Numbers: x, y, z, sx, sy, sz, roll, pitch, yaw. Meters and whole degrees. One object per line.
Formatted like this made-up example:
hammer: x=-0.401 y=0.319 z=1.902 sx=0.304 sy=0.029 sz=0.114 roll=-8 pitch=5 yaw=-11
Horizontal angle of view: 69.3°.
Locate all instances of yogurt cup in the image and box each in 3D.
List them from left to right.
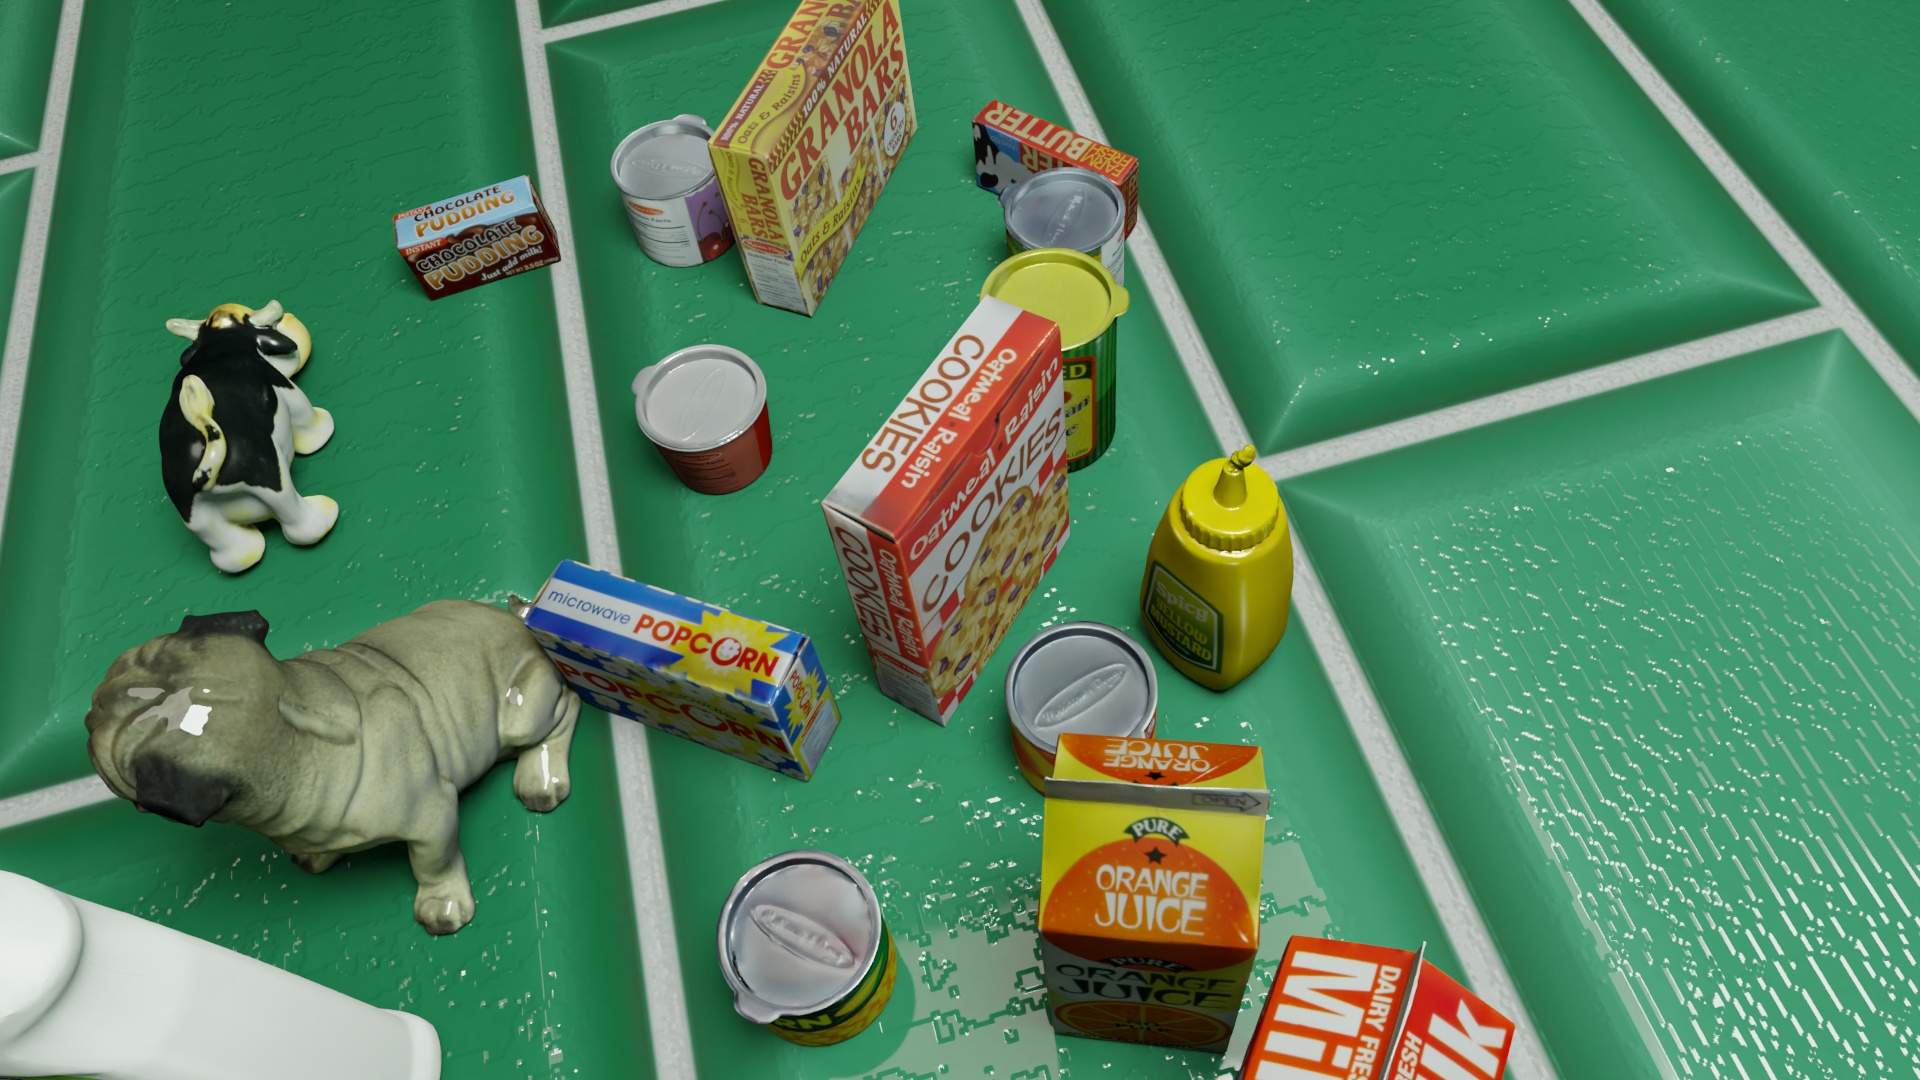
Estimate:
yogurt cup: x=-0.131 y=-0.061 z=0.732 sx=0.072 sy=0.053 sz=0.073 roll=-3 pitch=57 yaw=4

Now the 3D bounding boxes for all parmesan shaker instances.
parmesan shaker: x=0.049 y=-0.087 z=0.701 sx=0.071 sy=0.102 sz=0.071 roll=-3 pitch=57 yaw=4

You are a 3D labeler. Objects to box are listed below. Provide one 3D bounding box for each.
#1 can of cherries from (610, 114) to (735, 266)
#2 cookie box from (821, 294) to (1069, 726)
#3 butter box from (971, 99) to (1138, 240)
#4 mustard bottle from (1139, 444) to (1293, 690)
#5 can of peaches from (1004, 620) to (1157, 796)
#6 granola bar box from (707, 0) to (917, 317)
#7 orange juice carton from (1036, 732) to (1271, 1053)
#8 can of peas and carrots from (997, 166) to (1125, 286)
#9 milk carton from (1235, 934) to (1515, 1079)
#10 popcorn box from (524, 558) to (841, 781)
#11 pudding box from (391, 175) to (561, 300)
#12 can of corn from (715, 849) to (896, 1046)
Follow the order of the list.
can of cherries: x=-0.166 y=-0.208 z=0.828 sx=0.071 sy=0.058 sz=0.072 roll=-3 pitch=57 yaw=4
cookie box: x=0.002 y=-0.008 z=0.616 sx=0.040 sy=0.166 sz=0.123 roll=25 pitch=64 yaw=20
butter box: x=0.056 y=-0.215 z=0.812 sx=0.103 sy=0.053 sz=0.024 roll=29 pitch=65 yaw=22
mustard bottle: x=0.111 y=0.007 z=0.599 sx=0.049 sy=0.159 sz=0.065 roll=-41 pitch=62 yaw=-18
can of peaches: x=0.055 y=0.080 z=0.619 sx=0.071 sy=0.057 sz=0.071 roll=-3 pitch=57 yaw=4
granola bar box: x=-0.079 y=-0.232 z=0.795 sx=0.039 sy=0.123 sz=0.166 roll=15 pitch=60 yaw=15
orange juice carton: x=0.069 y=0.126 z=0.507 sx=0.072 sy=0.191 sz=0.073 roll=3 pitch=58 yaw=8
can of peas and carrots: x=0.056 y=-0.164 z=0.776 sx=0.071 sy=0.058 sz=0.071 roll=-3 pitch=57 yaw=4
milk carton: x=0.128 y=0.191 z=0.461 sx=0.073 sy=0.189 sz=0.072 roll=19 pitch=61 yaw=17
popcorn box: x=-0.125 y=0.060 z=0.635 sx=0.127 sy=0.084 sz=0.038 roll=16 pitch=61 yaw=16
pudding box: x=-0.287 y=-0.181 z=0.828 sx=0.084 sy=0.049 sz=0.030 roll=-19 pitch=58 yaw=-6
can of corn: x=-0.063 y=0.171 z=0.572 sx=0.071 sy=0.058 sz=0.071 roll=-3 pitch=57 yaw=4
